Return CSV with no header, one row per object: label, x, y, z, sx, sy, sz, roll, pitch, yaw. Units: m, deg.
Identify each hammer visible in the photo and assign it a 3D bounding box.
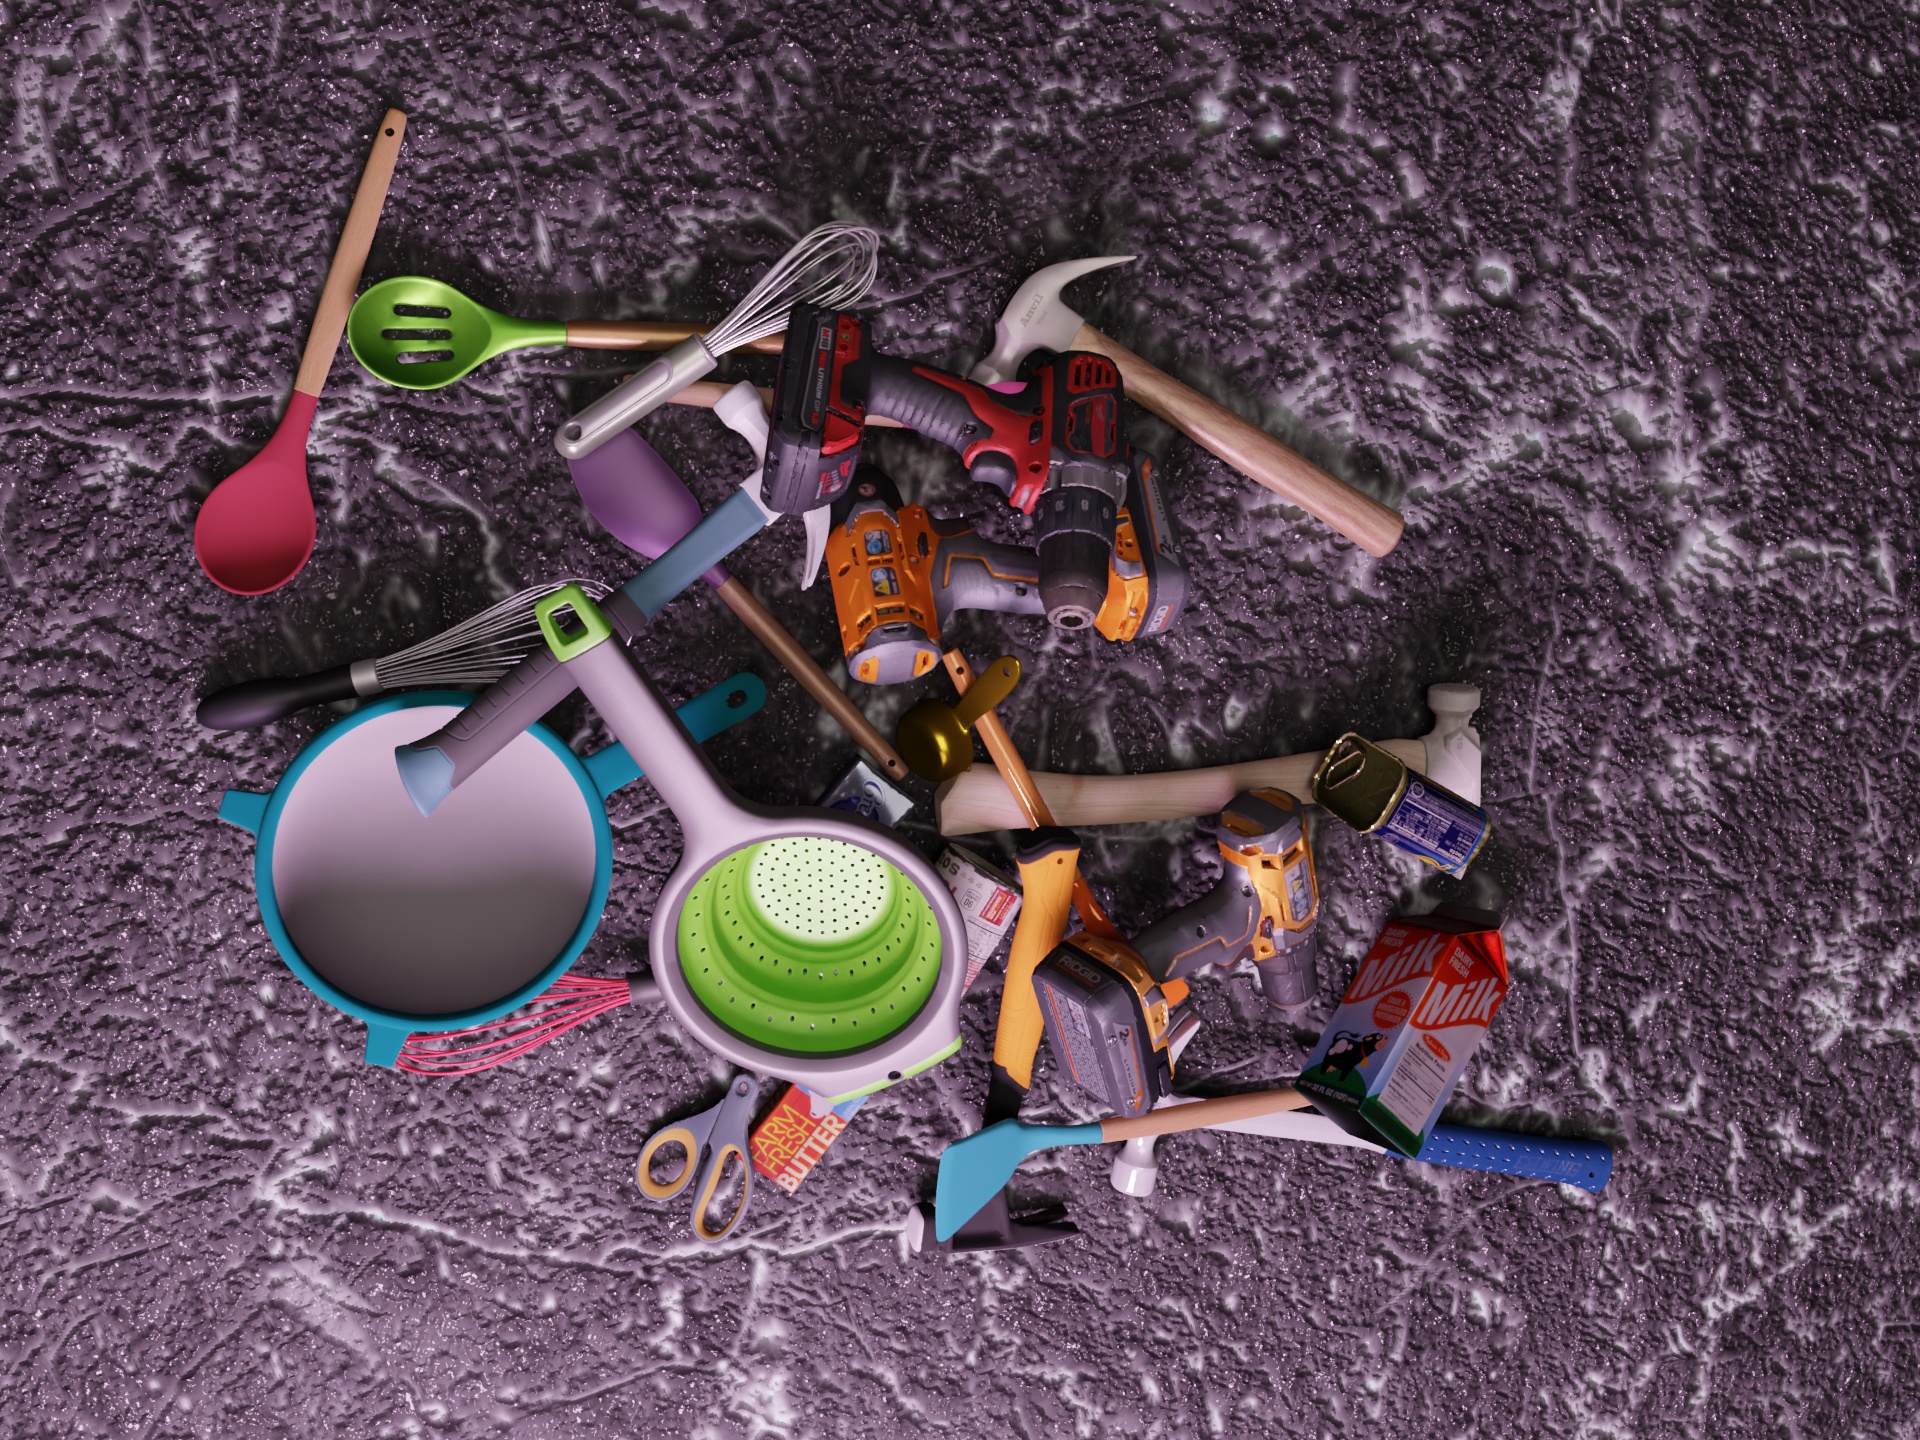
hammer,0.047,0.230,1.122,0.127,0.034,0.336,2,111,-19
hammer,0.186,0.060,1.160,0.410,0.038,0.146,-4,102,-10
hammer,-0.216,-0.065,0.992,0.331,0.033,0.128,-42,98,-15
hammer,0.174,-0.210,1.112,0.331,0.031,0.130,28,94,-15
hammer,0.322,0.317,1.233,0.405,0.035,0.144,10,98,-13

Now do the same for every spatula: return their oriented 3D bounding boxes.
spatula,0.065,0.089,1.115,0.081,0.041,0.322,-29,104,-3
spatula,-0.145,-0.073,1.077,0.060,0.018,0.315,-43,104,1
spatula,0.127,0.297,1.133,0.317,0.044,0.082,-6,116,-18

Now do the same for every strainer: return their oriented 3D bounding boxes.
strainer,-0.285,0.056,1.043,0.340,0.095,0.211,-30,100,-20

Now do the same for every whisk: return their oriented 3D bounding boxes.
whisk,-0.246,0.186,1.084,0.295,0.073,0.073,-7,101,-16
whisk,-0.155,-0.240,1.010,0.246,0.059,0.058,-33,76,4
whisk,-0.350,-0.036,1.027,0.284,0.070,0.070,-13,102,-4

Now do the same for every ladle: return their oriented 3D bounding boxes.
ladle,-0.402,-0.230,0.993,0.069,0.031,0.315,19,94,-17

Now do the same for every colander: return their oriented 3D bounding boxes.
colander,-0.136,0.066,1.019,0.204,0.095,0.396,-26,113,13

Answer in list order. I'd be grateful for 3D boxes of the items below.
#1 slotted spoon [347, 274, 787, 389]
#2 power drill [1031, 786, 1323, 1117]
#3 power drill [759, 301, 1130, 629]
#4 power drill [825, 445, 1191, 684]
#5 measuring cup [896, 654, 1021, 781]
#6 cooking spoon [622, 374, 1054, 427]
slotted spoon,-0.228,-0.247,1.026,0.313,0.031,0.070,-2,100,-13
power drill,0.167,0.176,1.108,0.226,0.084,0.185,-35,127,-25
power drill,-0.005,-0.156,0.981,0.226,0.080,0.188,9,64,-10
power drill,0.023,-0.118,1.058,0.226,0.084,0.164,-9,67,-10
measuring cup,-0.002,-0.003,1.054,0.029,0.156,0.062,-31,82,-31
cooking spoon,-0.063,-0.205,1.059,0.319,0.017,0.068,5,134,-8
